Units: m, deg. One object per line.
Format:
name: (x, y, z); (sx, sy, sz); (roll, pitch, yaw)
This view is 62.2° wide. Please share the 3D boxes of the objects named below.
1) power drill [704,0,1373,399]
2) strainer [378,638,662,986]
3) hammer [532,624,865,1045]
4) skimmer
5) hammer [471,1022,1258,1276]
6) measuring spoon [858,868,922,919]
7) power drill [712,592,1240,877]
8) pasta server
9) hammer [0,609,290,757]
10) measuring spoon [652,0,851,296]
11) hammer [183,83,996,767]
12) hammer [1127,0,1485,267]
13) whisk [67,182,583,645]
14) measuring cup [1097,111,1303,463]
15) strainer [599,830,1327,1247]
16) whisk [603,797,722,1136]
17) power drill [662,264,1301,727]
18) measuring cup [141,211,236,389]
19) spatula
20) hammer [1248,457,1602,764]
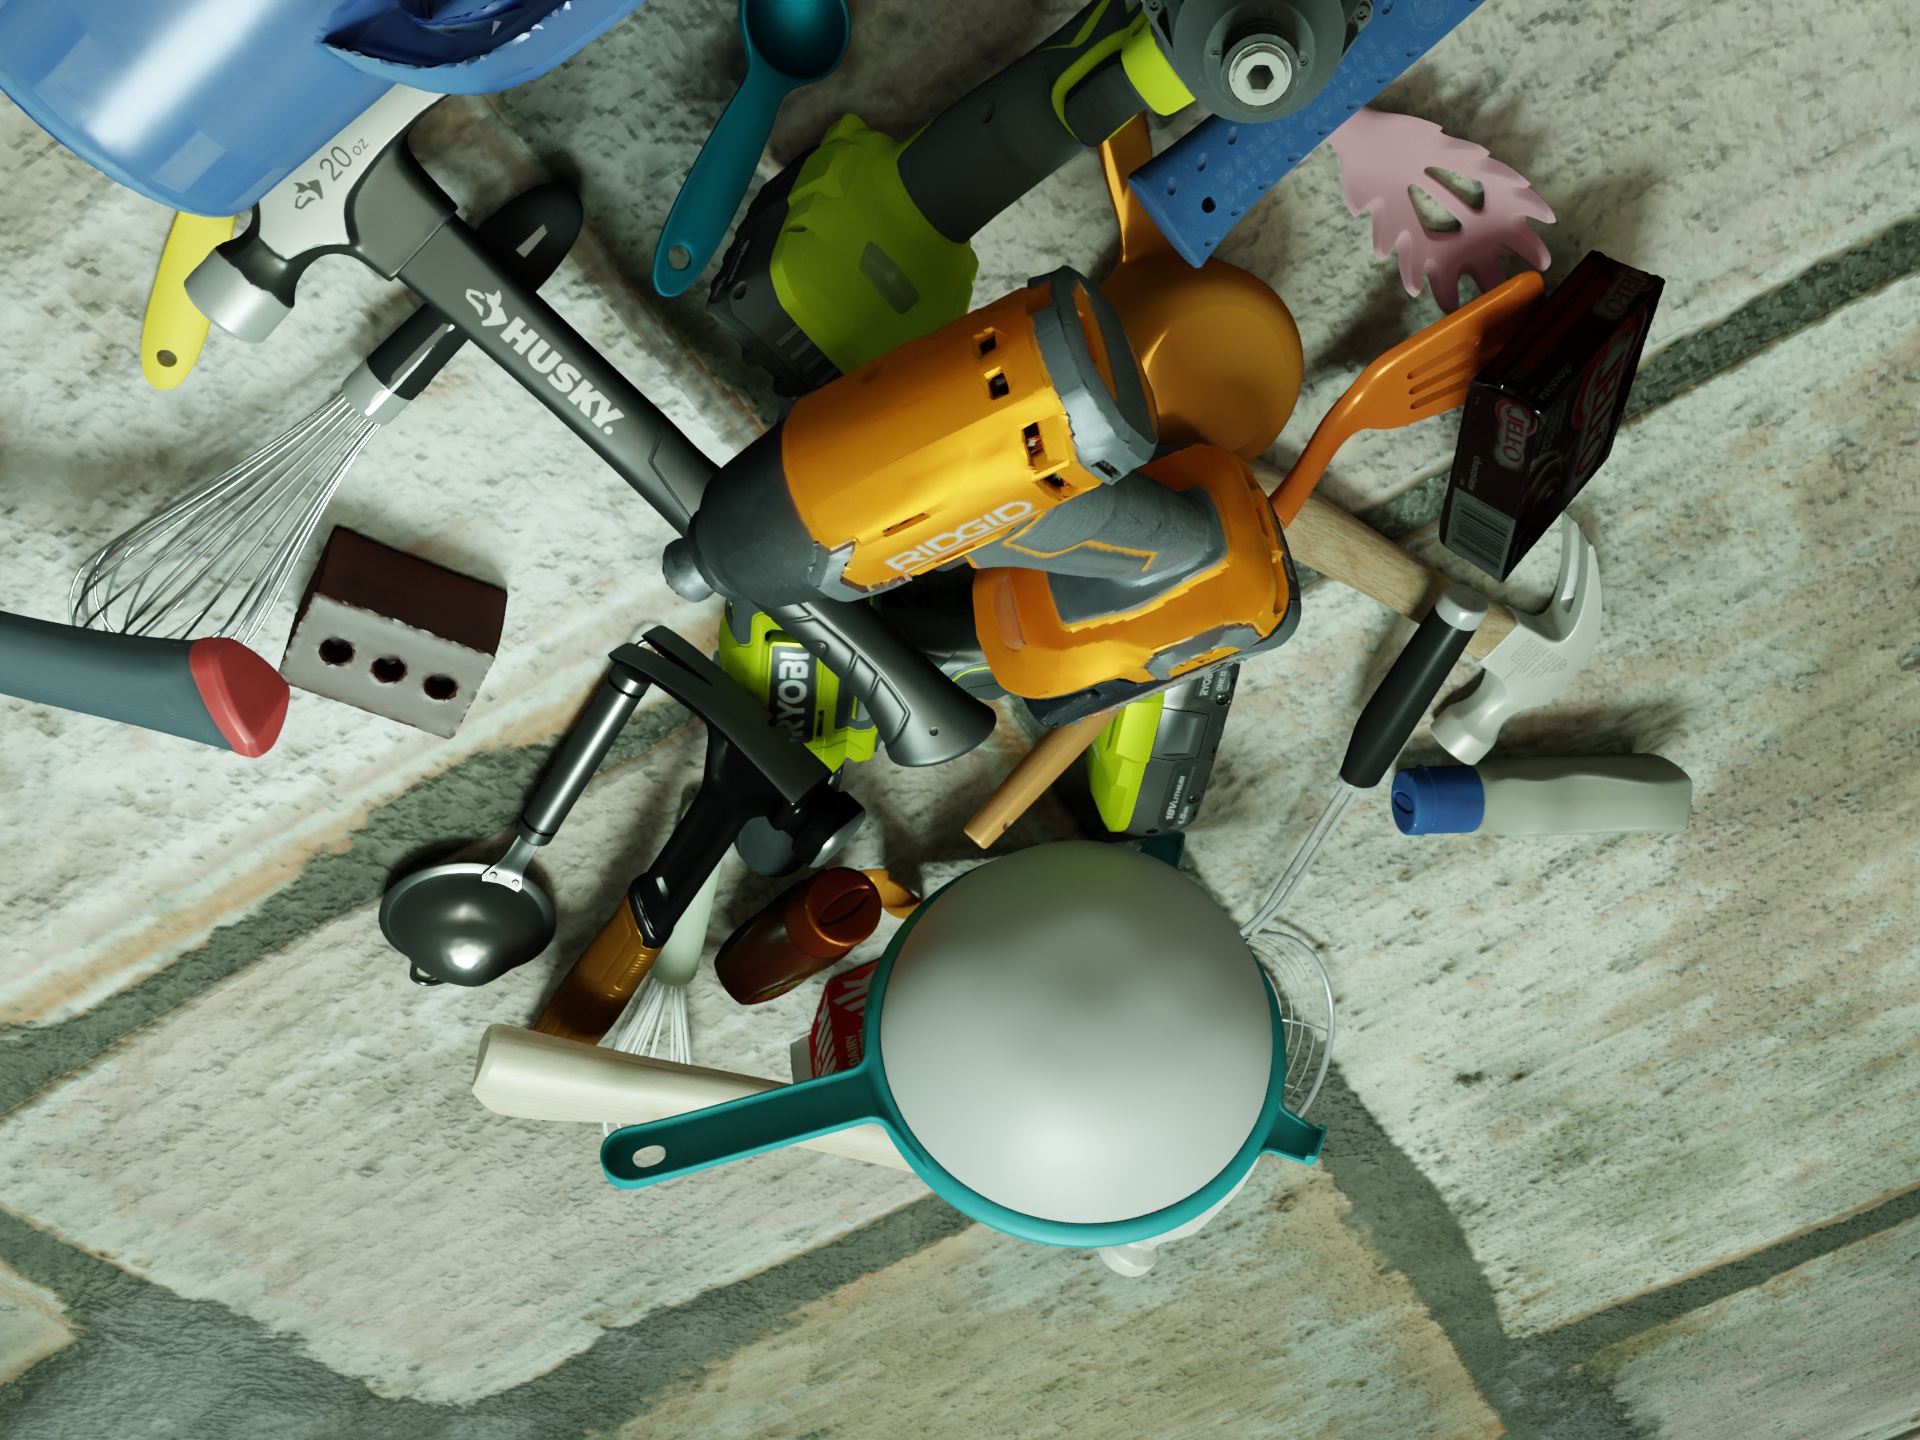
power drill: (0.026, -0.188, 0.517); (0.223, 0.171, 0.080); (-30, 121, 31)
strainer: (-0.210, 0.058, 0.770); (0.086, 0.050, 0.258); (23, 117, -29)
hammer: (-0.165, 0.100, 0.776); (0.127, 0.034, 0.336); (43, 131, 6)
skimmer: (0.200, 0.092, 0.829); (0.127, 0.090, 0.363); (-13, 141, -31)
hammer: (-0.041, 0.209, 0.826); (0.410, 0.038, 0.146); (17, 128, -20)
measuring spoon: (-0.035, 0.093, 0.816); (0.021, 0.011, 0.116); (-8, 161, 8)
power drill: (-0.001, -0.002, 0.742); (0.228, 0.080, 0.190); (1, 128, -10)
pasta server: (0.103, -0.250, 0.588); (0.316, 0.040, 0.060); (26, 128, -27)
hammer: (-0.449, -0.036, 0.589); (0.386, 0.038, 0.143); (15, 126, -6)
measuring spoon: (-0.080, -0.207, 0.561); (0.042, 0.021, 0.128); (27, 87, -33)
hammer: (-0.105, -0.097, 0.603); (0.146, 0.035, 0.334); (-43, 114, 10)
hammer: (0.223, -0.310, 0.537); (0.405, 0.035, 0.143); (-39, 126, 11)
whisk: (-0.249, -0.107, 0.621); (0.284, 0.070, 0.070); (-40, 126, 13)
measuring cup: (0.081, -0.175, 0.616); (0.095, 0.052, 0.173); (-21, 119, -6)
strainer: (-0.002, 0.147, 0.745); (0.340, 0.211, 0.095); (-13, 146, -14)
whisk: (-0.153, 0.139, 0.847); (0.059, 0.058, 0.246); (-19, 137, -44)
power drill: (0.015, -0.061, 0.552); (0.164, 0.084, 0.226); (-22, 161, 23)
measuring cup: (-0.270, -0.180, 0.567); (0.062, 0.029, 0.156); (18, 120, -24)
spatula: (0.121, -0.063, 0.666); (0.322, 0.041, 0.081); (-47, 154, -2)
hammer: (0.173, -0.085, 0.739); (0.331, 0.031, 0.130); (24, 120, -27)
